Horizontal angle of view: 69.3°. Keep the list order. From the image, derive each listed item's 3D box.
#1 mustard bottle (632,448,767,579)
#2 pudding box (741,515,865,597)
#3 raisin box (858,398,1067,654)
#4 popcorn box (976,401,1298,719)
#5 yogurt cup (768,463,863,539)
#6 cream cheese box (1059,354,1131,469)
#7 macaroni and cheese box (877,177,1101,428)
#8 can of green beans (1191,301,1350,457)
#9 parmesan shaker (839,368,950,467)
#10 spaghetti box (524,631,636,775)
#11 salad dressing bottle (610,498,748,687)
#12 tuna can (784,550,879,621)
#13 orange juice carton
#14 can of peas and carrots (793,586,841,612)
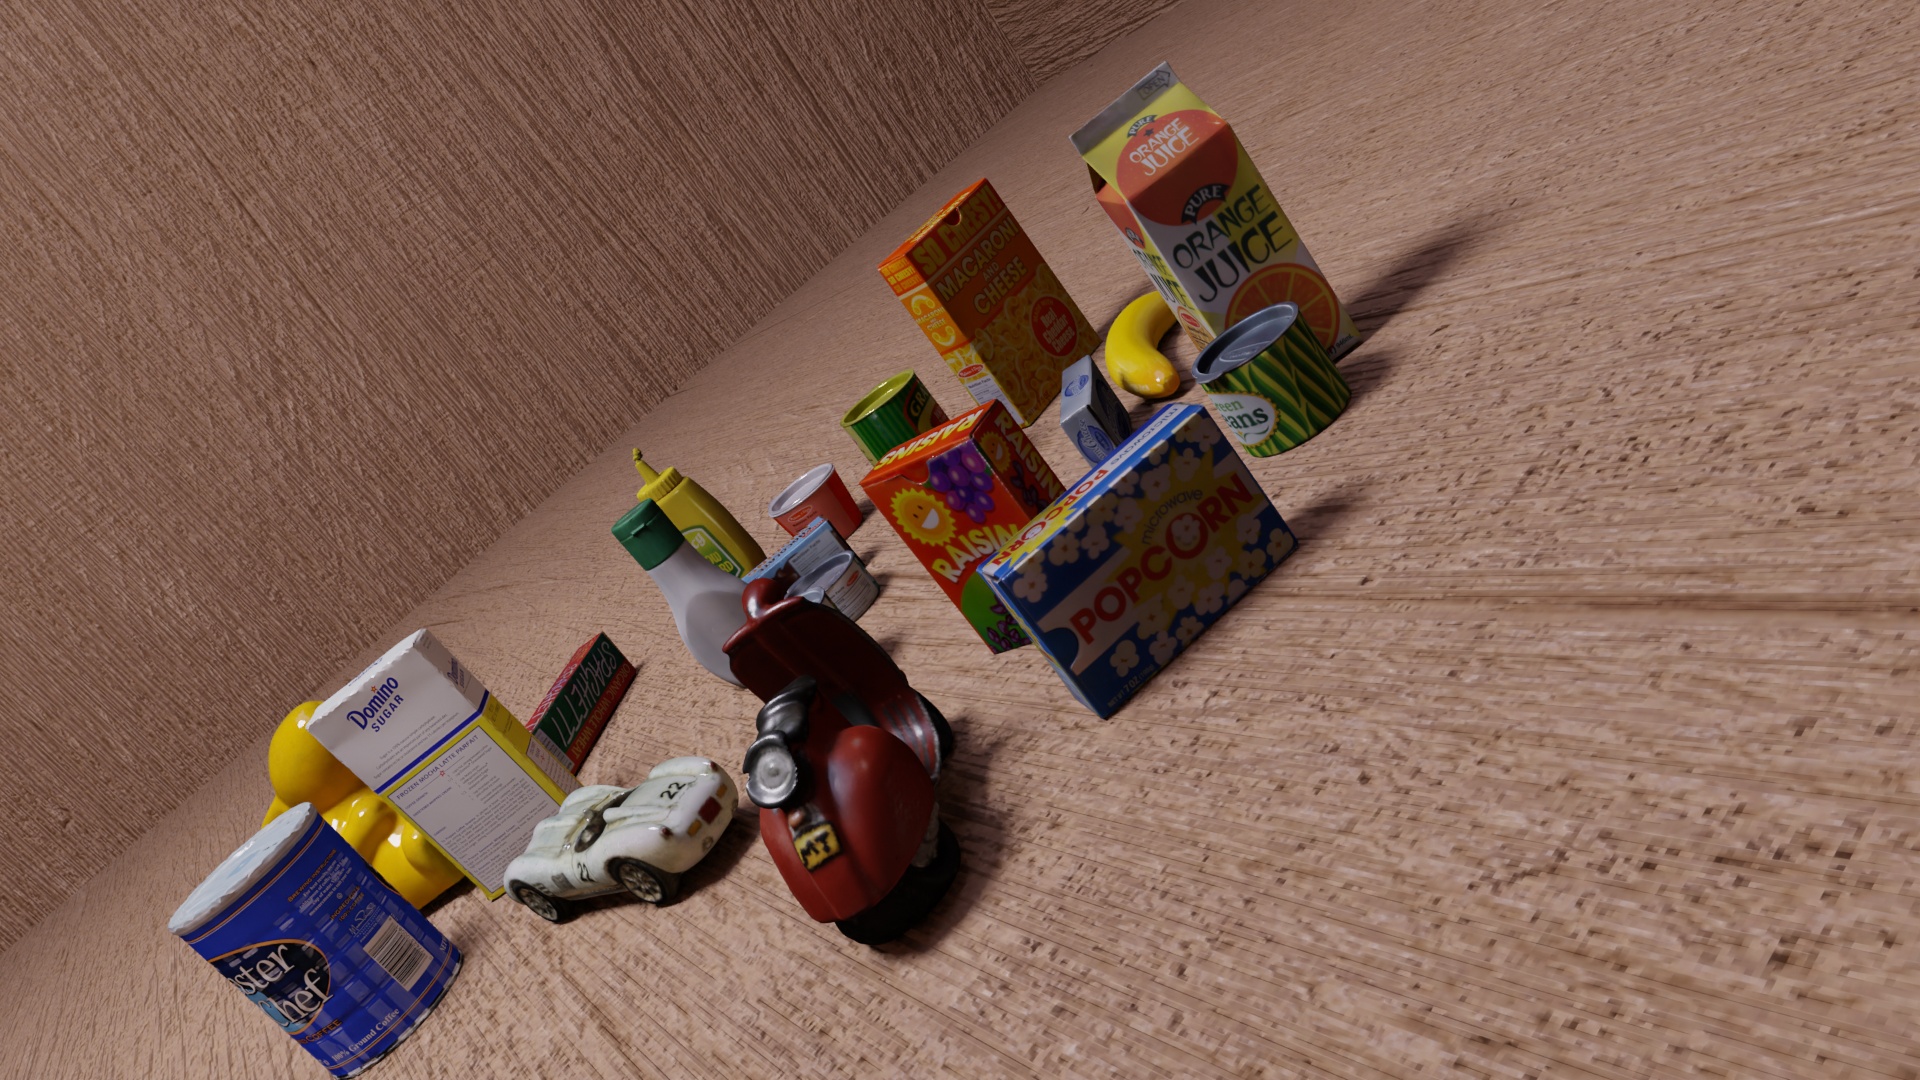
[{"bbox_3d":[-0.224,-0.010,1.154,0.065,0.160,0.049,-32,18,17],"label":"mustard bottle"},{"bbox_3d":[-0.120,0.026,1.045,0.084,0.049,0.030,-41,17,-11],"label":"pudding box"},{"bbox_3d":[0.018,-0.004,0.731,0.086,0.123,0.040,-21,23,42],"label":"raisin box"},{"bbox_3d":[0.082,0.007,0.640,0.127,0.085,0.038,-40,17,-9],"label":"popcorn box"},{"bbox_3d":[-0.118,-0.024,1.162,0.072,0.054,0.072,-34,18,12],"label":"yogurt cup"},{"bbox_3d":[0.089,-0.079,0.901,0.024,0.053,0.104,-32,18,18],"label":"cream cheese box"},{"bbox_3d":[0.027,-0.186,1.104,0.040,0.166,0.124,-17,27,49],"label":"macaroni and cheese box"},{"bbox_3d":[0.169,-0.087,0.757,0.071,0.057,0.071,-34,18,12],"label":"can of green beans"},{"bbox_3d":[-0.030,-0.066,1.014,0.071,0.103,0.071,-34,18,12],"label":"parmesan shaker"},{"bbox_3d":[-0.318,0.155,1.102,0.028,0.050,0.251,-32,18,19],"label":"spaghetti box"},{"bbox_3d":[-0.185,0.036,0.980,0.064,0.147,0.044,-38,17,-1],"label":"salad dressing bottle"},{"bbox_3d":[-0.094,0.041,0.985,0.071,0.032,0.071,-34,18,12],"label":"tuna can"},{"bbox_3d":[0.144,-0.175,0.805,0.072,0.192,0.073,-37,17,2],"label":"orange juice carton"},{"bbox_3d":[-0.094,0.072,0.863,0.071,0.058,0.071,-34,18,12],"label":"can of peas and carrots"}]
